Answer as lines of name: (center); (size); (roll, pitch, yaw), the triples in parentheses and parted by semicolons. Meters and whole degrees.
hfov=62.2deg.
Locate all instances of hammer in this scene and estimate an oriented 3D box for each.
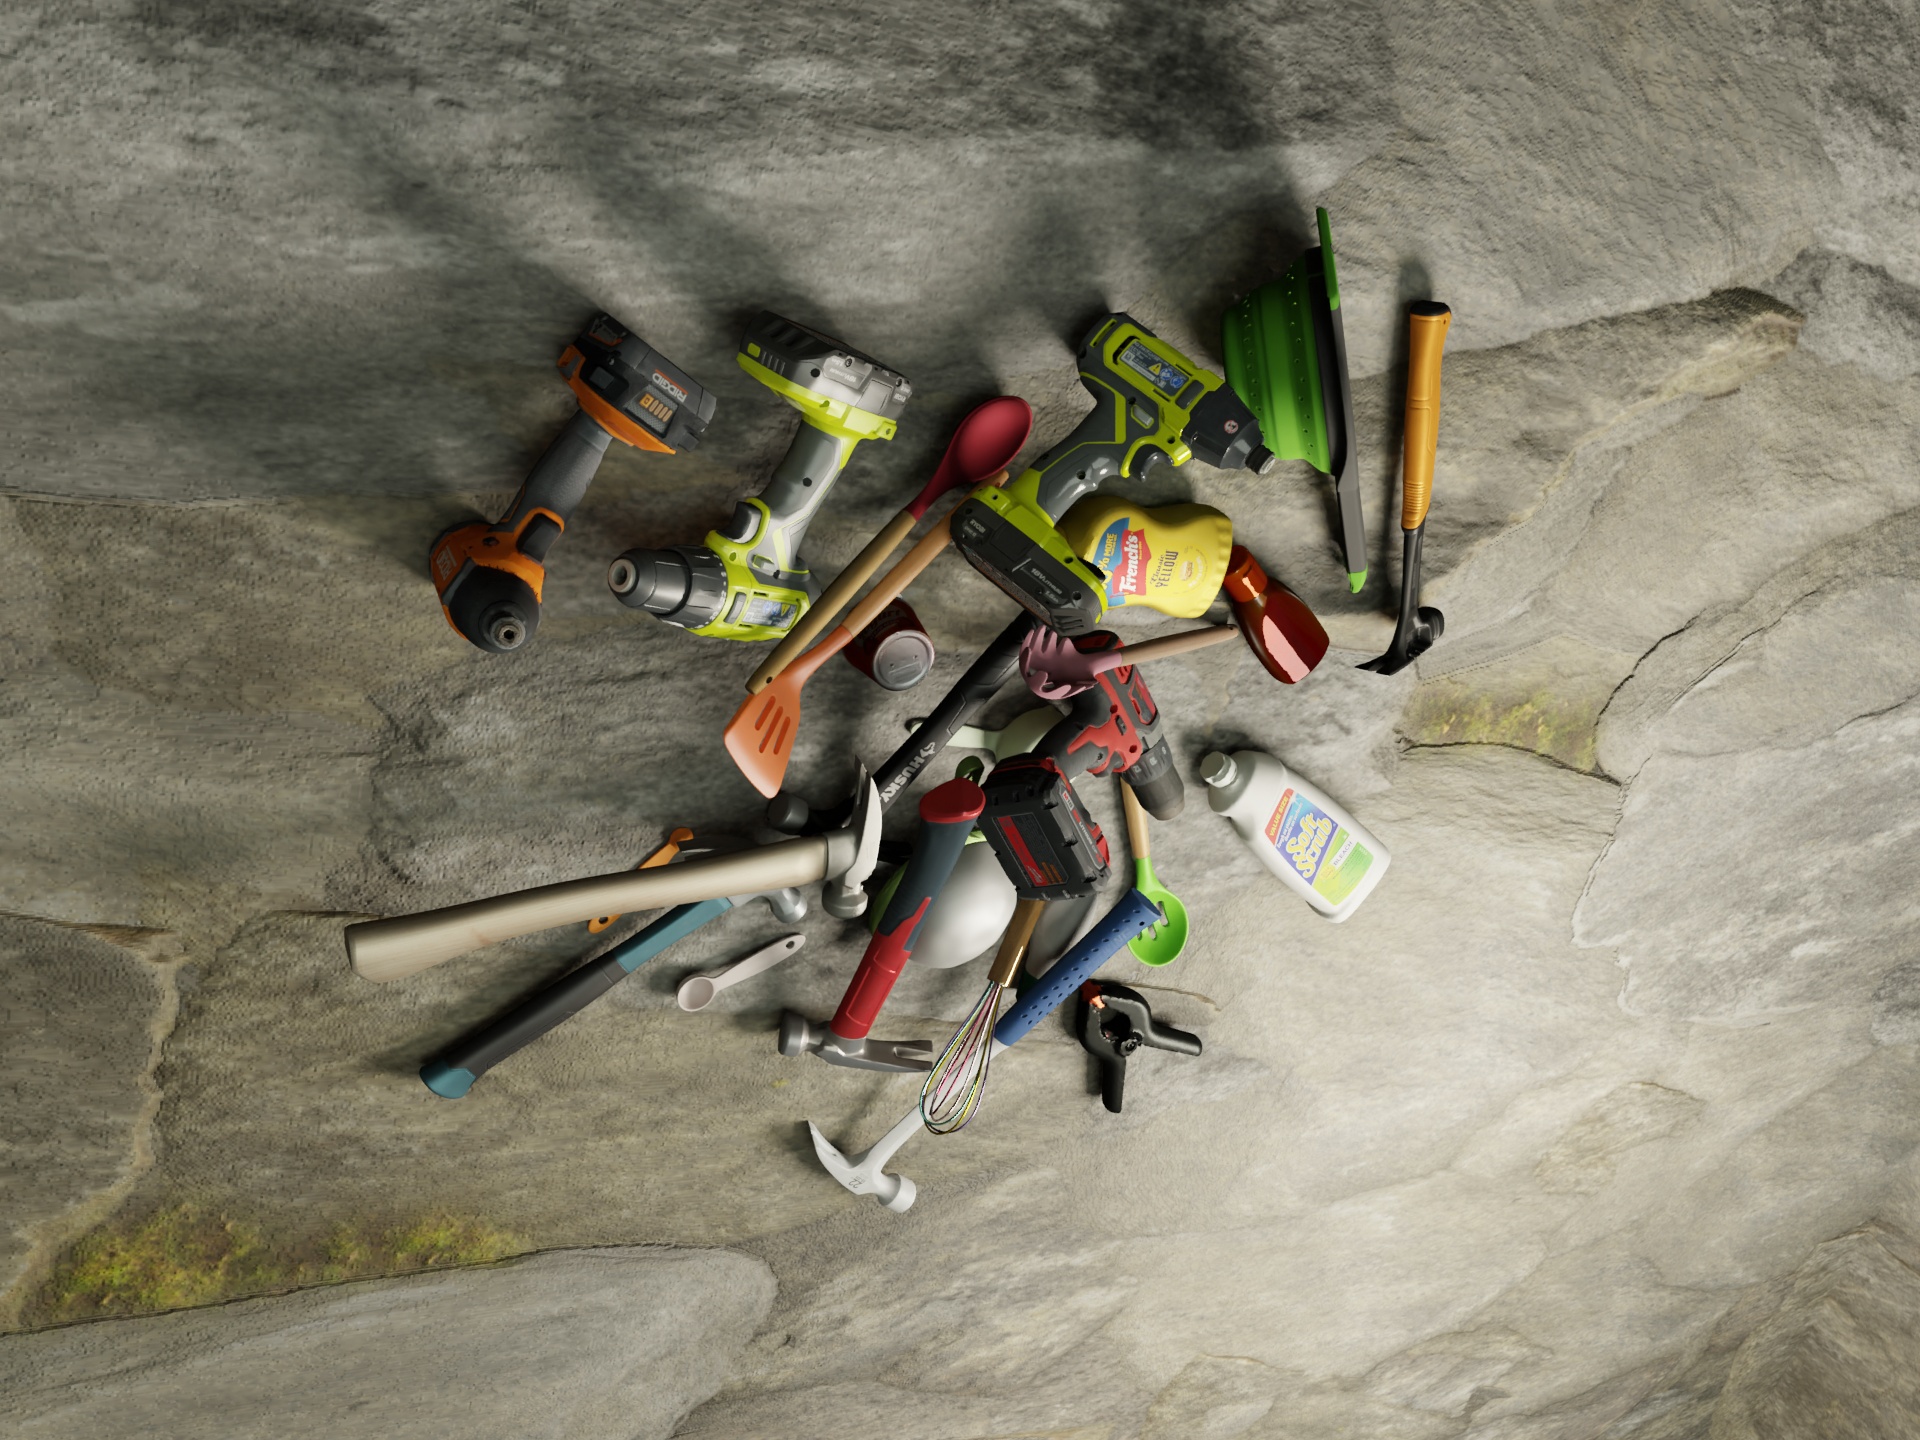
hammer: (-0.002, -0.004, 1.308); (0.146, 0.035, 0.334); (30, 111, -38)
hammer: (-0.290, 0.206, 1.304); (0.331, 0.033, 0.128); (-34, 135, -6)
hammer: (-0.039, 0.181, 1.312); (0.143, 0.038, 0.386); (11, 137, -14)
hammer: (-0.252, 0.123, 1.213); (0.410, 0.038, 0.146); (-9, 127, -27)
hammer: (0.406, -0.205, 1.430); (0.127, 0.034, 0.336); (-32, 128, -41)
hammer: (0.026, 0.304, 1.494); (0.405, 0.035, 0.144); (-45, 123, 11)

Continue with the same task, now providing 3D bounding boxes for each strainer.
strainer: (0.006, 0.133, 1.354); (0.151, 0.069, 0.256); (-20, 144, -25)

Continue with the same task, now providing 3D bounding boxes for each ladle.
ladle: (-0.054, -0.134, 1.196); (0.315, 0.031, 0.069); (-49, 145, -18)

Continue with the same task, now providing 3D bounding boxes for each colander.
colander: (0.280, -0.234, 1.327); (0.094, 0.205, 0.396); (-7, 145, 14)

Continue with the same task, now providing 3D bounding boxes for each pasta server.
pasta server: (0.149, -0.060, 1.326); (0.316, 0.060, 0.040); (-14, 156, -48)

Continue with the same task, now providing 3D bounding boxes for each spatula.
spatula: (-0.065, -0.081, 1.217); (0.322, 0.041, 0.080); (-47, 137, -16)

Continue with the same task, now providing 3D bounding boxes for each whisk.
whisk: (0.021, 0.256, 1.436); (0.051, 0.047, 0.245); (27, 79, -16)

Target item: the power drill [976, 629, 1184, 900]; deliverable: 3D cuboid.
power drill: (0.113, 0.055, 1.335); (0.187, 0.080, 0.227); (61, 40, -23)

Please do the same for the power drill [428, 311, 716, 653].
power drill: (-0.261, -0.147, 1.044); (0.084, 0.164, 0.226); (35, 95, -33)

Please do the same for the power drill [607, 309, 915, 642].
power drill: (-0.141, -0.162, 1.121); (0.190, 0.080, 0.228); (5, 115, -58)

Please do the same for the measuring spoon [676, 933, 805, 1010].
measuring spoon: (-0.192, 0.213, 1.381); (0.124, 0.018, 0.034); (-25, 126, -22)

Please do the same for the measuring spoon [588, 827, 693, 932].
measuring spoon: (-0.260, 0.132, 1.296); (0.117, 0.011, 0.021); (-45, 128, 0)

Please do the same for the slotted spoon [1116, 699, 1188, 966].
slotted spoon: (0.170, 0.105, 1.503); (0.070, 0.031, 0.313); (-22, 123, -16)

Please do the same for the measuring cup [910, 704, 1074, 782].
measuring cup: (0.035, 0.025, 1.376); (0.167, 0.038, 0.083); (9, 112, -31)

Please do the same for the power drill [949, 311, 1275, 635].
power drill: (0.114, -0.181, 1.209); (0.223, 0.171, 0.080); (-49, 165, -4)
